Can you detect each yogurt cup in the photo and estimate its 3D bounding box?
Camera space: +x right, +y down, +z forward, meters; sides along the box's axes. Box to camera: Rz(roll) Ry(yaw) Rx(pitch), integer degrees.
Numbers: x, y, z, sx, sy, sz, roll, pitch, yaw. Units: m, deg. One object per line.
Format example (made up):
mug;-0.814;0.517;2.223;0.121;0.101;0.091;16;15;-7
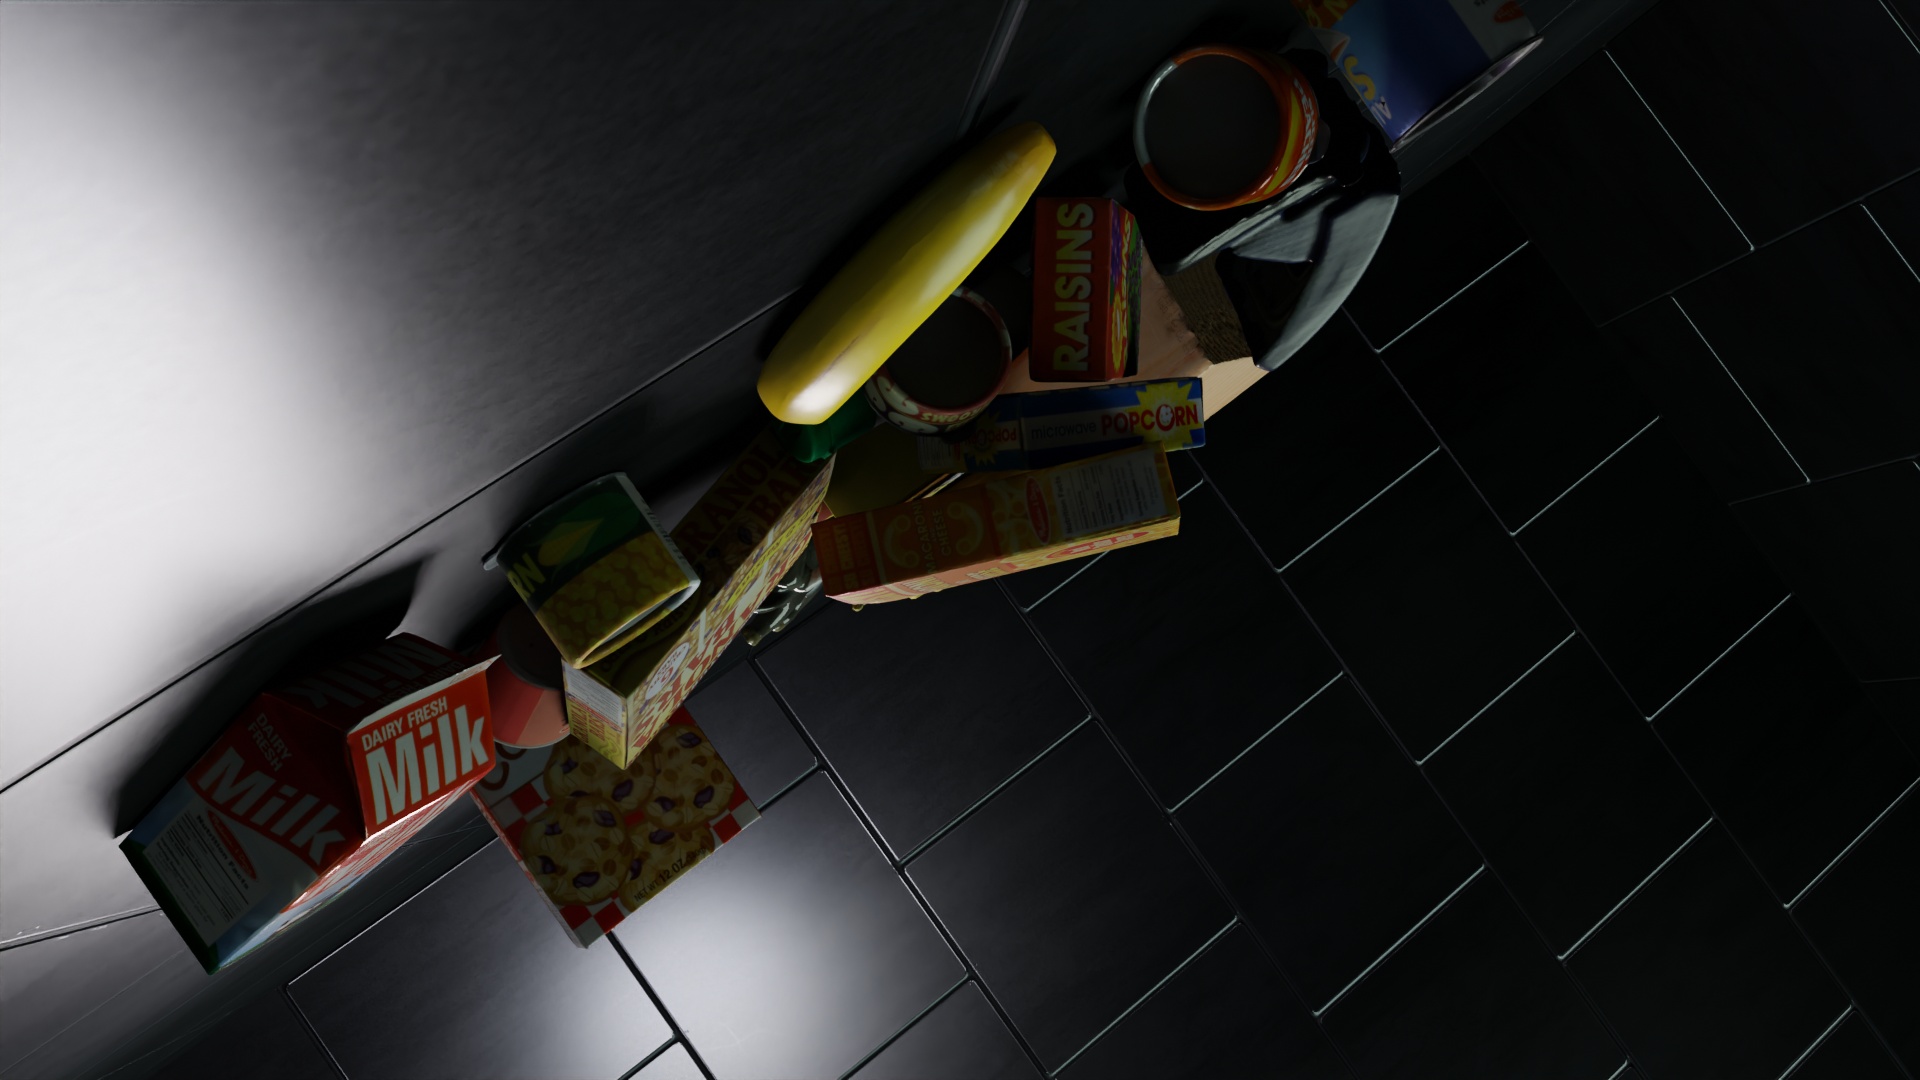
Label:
yogurt cup;-0.220;0.066;0.719;0.073;0.072;0.053;-34;169;-47

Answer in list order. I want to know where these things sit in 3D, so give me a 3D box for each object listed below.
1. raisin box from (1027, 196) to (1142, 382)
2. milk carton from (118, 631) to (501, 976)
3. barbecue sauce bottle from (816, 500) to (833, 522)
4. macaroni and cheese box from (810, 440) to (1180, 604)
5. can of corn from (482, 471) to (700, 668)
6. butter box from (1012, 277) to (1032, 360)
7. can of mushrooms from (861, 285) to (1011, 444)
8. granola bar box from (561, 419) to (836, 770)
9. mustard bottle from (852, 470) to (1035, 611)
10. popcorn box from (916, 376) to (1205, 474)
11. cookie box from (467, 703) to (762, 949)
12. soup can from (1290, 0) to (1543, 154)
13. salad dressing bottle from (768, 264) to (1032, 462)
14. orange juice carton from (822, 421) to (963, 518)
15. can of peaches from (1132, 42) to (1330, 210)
raisin box;0.064;-0.123;0.691;0.040;0.086;0.123;3;-171;13
milk carton;-0.268;0.104;0.587;0.190;0.073;0.072;-37;178;31
barbecue sauce bottle;-0.084;-0.038;0.878;0.064;0.043;0.149;-32;180;33
macaroni and cheese box;0.023;-0.005;0.687;0.166;0.040;0.123;-14;175;8
can of corn;-0.156;0.014;0.592;0.071;0.058;0.071;-36;178;-1
butter box;0.030;-0.131;0.867;0.053;0.024;0.103;-36;179;-21
can of mushrooms;-0.010;-0.081;0.635;0.071;0.071;0.033;-35;176;-20
granola bar box;-0.131;0.028;0.705;0.166;0.039;0.123;-53;176;-27
mustard bottle;0.003;-0.010;0.790;0.160;0.049;0.065;-34;178;-13
popcorn box;0.052;-0.059;0.712;0.127;0.038;0.085;-10;-175;-37
cookie box;-0.214;0.129;0.802;0.123;0.167;0.040;-35;-179;-27
soup can;0.175;-0.209;0.553;0.071;0.084;0.071;-35;178;-1
salad dressing bottle;-0.025;-0.087;0.682;0.148;0.044;0.064;-33;-176;-29
orange juice carton;-0.026;-0.063;0.825;0.073;0.072;0.193;-36;178;18
can of peaches;0.113;-0.172;0.580;0.071;0.071;0.058;-37;177;30
